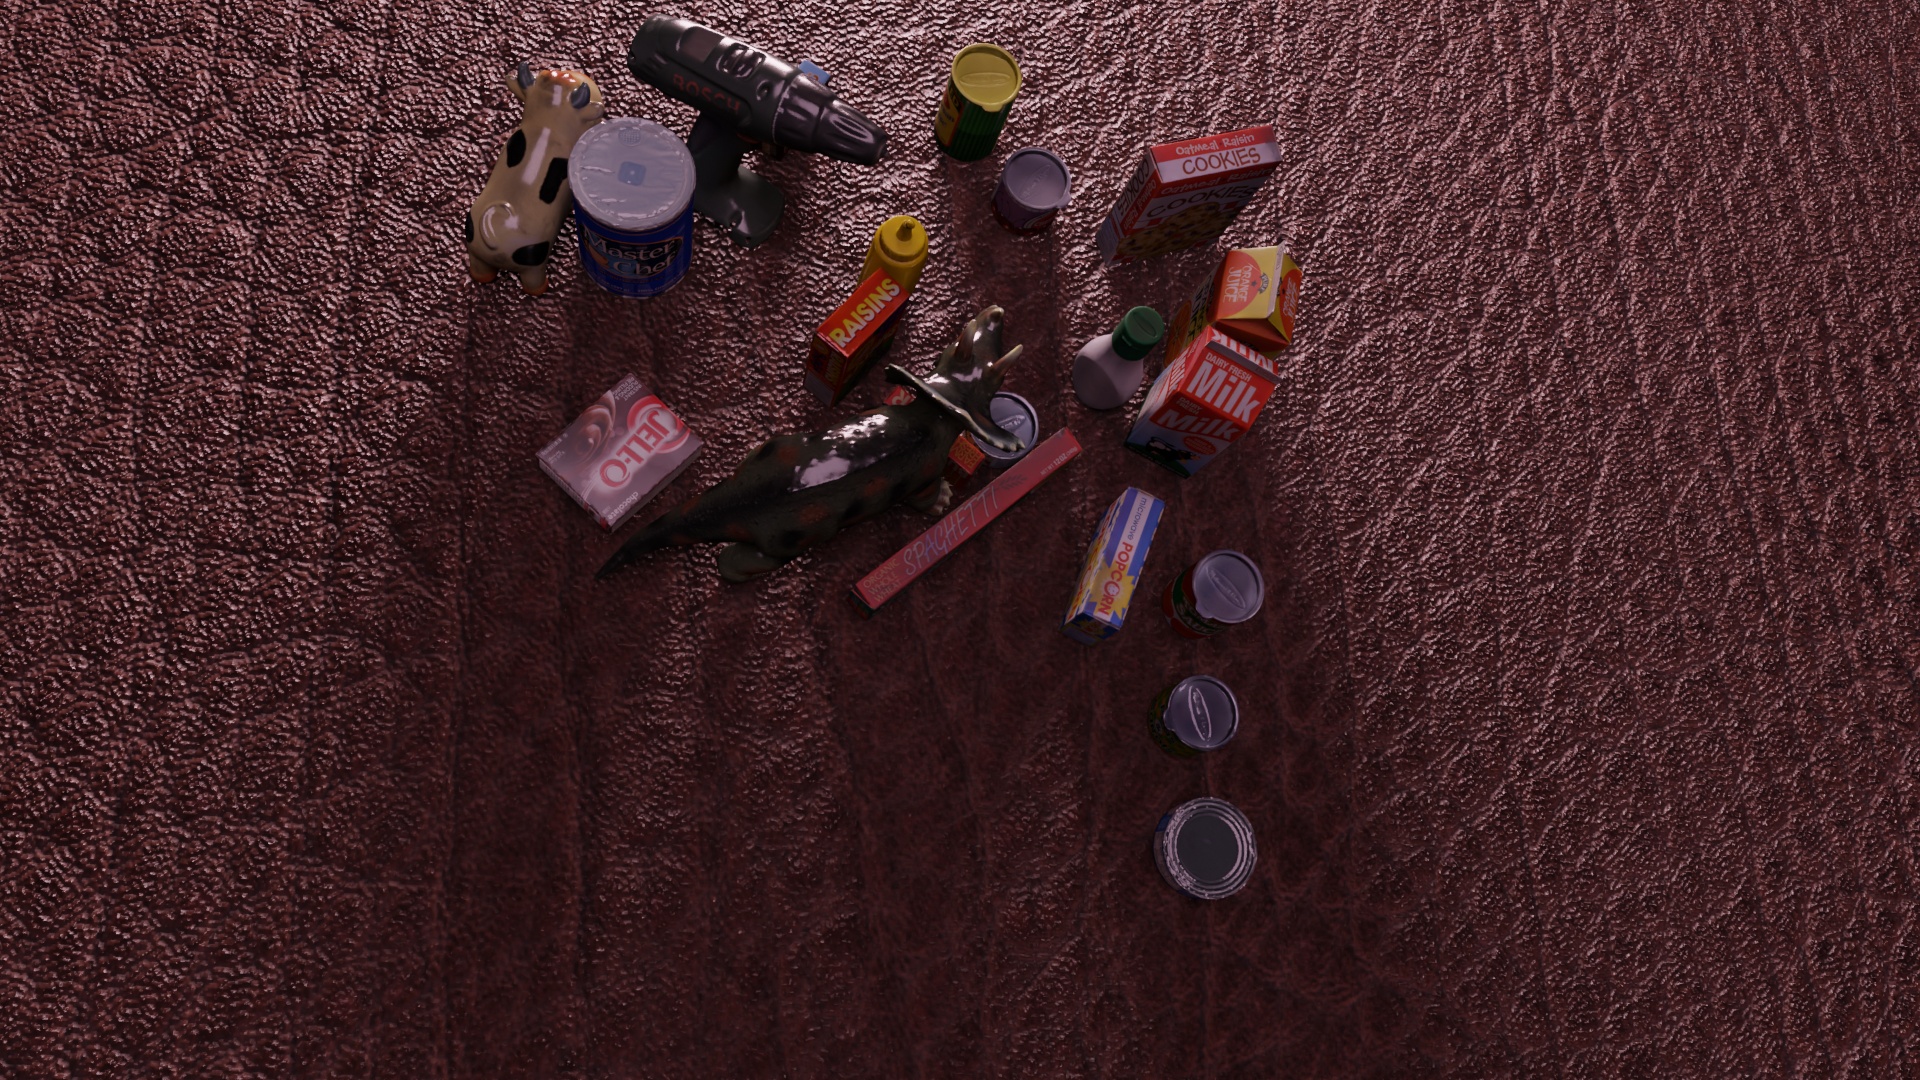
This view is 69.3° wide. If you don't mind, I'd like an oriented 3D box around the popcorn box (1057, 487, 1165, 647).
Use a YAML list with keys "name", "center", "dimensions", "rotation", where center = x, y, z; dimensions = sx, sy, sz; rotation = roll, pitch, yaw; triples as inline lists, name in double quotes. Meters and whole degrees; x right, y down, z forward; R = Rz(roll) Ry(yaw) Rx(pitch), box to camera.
- name: "popcorn box"
  center: [0.134, 0.024, 1.232]
  dimensions: [0.038, 0.085, 0.127]
  rotation: [24, 71, -5]

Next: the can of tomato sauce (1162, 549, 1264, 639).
- name: "can of tomato sauce"
  center: [0.224, 0.051, 1.245]
  dimensions: [0.071, 0.083, 0.071]
  rotation: [3, 74, -11]

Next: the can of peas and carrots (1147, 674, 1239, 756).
- name: "can of peas and carrots"
  center: [0.202, 0.156, 1.224]
  dimensions: [0.071, 0.058, 0.071]
  rotation: [3, 74, -11]

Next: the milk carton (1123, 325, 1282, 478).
- name: "milk carton"
  center: [0.218, -0.127, 1.236]
  dimensions: [0.072, 0.190, 0.073]
  rotation: [28, 71, -4]

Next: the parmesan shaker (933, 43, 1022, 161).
- name: "parmesan shaker"
  center: [0.015, -0.411, 1.319]
  dimensions: [0.071, 0.102, 0.071]
  rotation: [3, 75, -11]

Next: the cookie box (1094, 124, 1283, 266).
- name: "cookie box"
  center: [0.210, -0.322, 1.302]
  dimensions: [0.123, 0.167, 0.040]
  rotation: [-15, 79, -15]

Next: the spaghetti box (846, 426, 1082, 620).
- name: "spaghetti box"
  center: [0.004, -0.015, 1.234]
  dimensions: [0.251, 0.050, 0.029]
  rotation: [-38, 85, -19]

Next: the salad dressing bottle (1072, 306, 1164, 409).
- name: "salad dressing bottle"
  center: [0.143, -0.165, 1.254]
  dimensions: [0.044, 0.147, 0.064]
  rotation: [-41, 86, -18]

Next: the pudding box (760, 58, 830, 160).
- name: "pudding box"
  center: [-0.158, -0.406, 1.309]
  dimensions: [0.030, 0.049, 0.084]
  rotation: [32, 71, -2]

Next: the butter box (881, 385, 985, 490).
- name: "butter box"
  center: [-0.028, -0.091, 1.247]
  dimensions: [0.103, 0.053, 0.024]
  rotation: [39, 71, 1]

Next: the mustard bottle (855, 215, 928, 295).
- name: "mustard bottle"
  center: [-0.057, -0.249, 1.228]
  dimensions: [0.049, 0.159, 0.065]
  rotation: [32, 71, -2]

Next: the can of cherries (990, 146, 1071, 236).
- name: "can of cherries"
  center: [0.068, -0.331, 1.332]
  dimensions: [0.071, 0.058, 0.071]
  rotation: [3, 74, -11]

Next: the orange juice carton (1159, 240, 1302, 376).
- name: "orange juice carton"
  center: [0.251, -0.199, 1.263]
  dimensions: [0.073, 0.192, 0.072]
  rotation: [16, 73, -7]

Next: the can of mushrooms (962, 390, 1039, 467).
- name: "can of mushrooms"
  center: [0.036, -0.103, 1.274]
  dimensions: [0.071, 0.033, 0.071]
  rotation: [3, 74, -11]

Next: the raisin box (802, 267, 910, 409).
- name: "raisin box"
  center: [-0.093, -0.176, 1.220]
  dimensions: [0.040, 0.123, 0.086]
  rotation: [42, 71, 1]
